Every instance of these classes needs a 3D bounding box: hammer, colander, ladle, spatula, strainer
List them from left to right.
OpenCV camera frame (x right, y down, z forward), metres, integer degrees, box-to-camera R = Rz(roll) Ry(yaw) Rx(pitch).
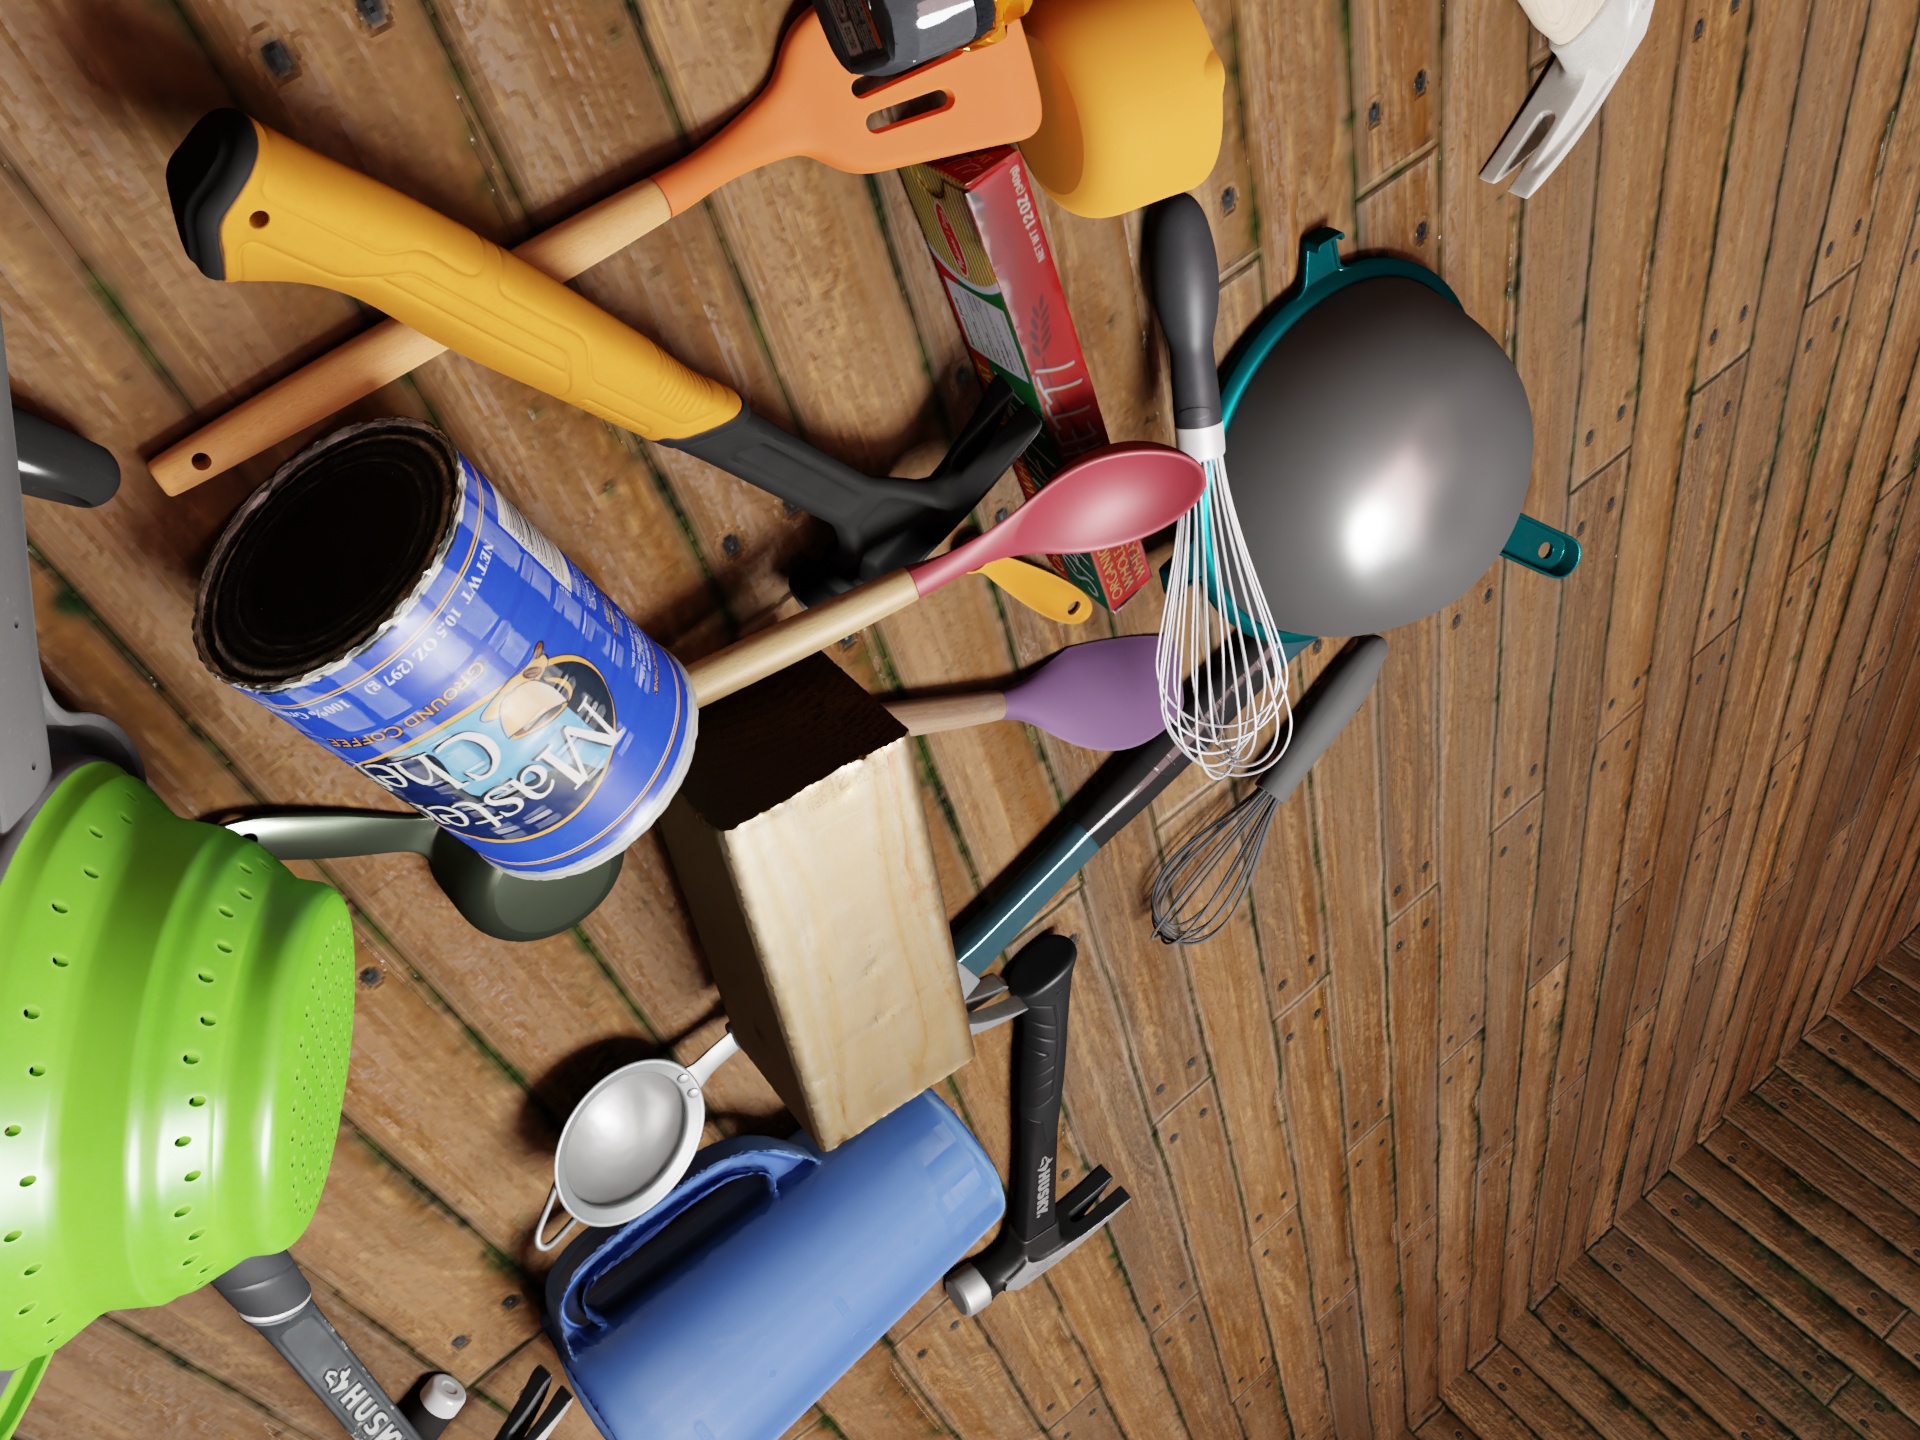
[{"bbox_3d":[-0.226,0.029,0.441,0.094,0.205,0.396,5,117,-11],"label":"colander"},{"bbox_3d":[-0.287,0.262,0.698,0.149,0.036,0.408,-41,138,-31],"label":"hammer"},{"bbox_3d":[-0.117,-0.161,0.527,0.322,0.041,0.081,-35,124,-14],"label":"spatula"},{"bbox_3d":[-0.100,-0.117,0.539,0.127,0.034,0.336,-44,150,17],"label":"hammer"},{"bbox_3d":[-0.117,0.163,0.802,0.258,0.050,0.086,-38,130,-22],"label":"strainer"},{"bbox_3d":[-0.043,-0.044,0.649,0.315,0.031,0.069,-26,154,-10],"label":"ladle"},{"bbox_3d":[-0.001,-0.002,0.782,0.315,0.018,0.060,-8,93,-37],"label":"spatula"},{"bbox_3d":[0.056,0.264,1.056,0.146,0.035,0.334,-25,136,-27],"label":"hammer"},{"bbox_3d":[0.080,0.054,0.904,0.331,0.033,0.128,-45,141,-5],"label":"hammer"},{"bbox_3d":[0.193,-0.363,0.660,0.410,0.038,0.146,14,113,-48],"label":"hammer"},{"bbox_3d":[0.273,-0.113,0.861,0.340,0.095,0.211,12,106,-40],"label":"strainer"}]

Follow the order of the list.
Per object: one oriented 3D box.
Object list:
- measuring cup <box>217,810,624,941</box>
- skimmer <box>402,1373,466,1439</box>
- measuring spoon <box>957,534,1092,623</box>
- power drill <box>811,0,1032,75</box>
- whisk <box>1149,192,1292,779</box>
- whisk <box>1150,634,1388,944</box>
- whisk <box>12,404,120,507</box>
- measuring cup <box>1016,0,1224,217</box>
[{"bbox_3d":[-0.206,0.054,0.624,0.167,0.038,0.083,4,118,-48],"label":"measuring cup"},{"bbox_3d":[-0.361,0.502,0.806,0.127,0.090,0.363,36,92,-36],"label":"skimmer"},{"bbox_3d":[0.032,-0.068,0.776,0.021,0.011,0.116,-53,145,11],"label":"measuring spoon"},{"bbox_3d":[0.045,-0.311,0.484,0.226,0.084,0.164,-28,114,-11],"label":"power drill"},{"bbox_3d":[0.116,-0.101,0.747,0.070,0.070,0.284,-23,117,-29],"label":"whisk"},{"bbox_3d":[0.193,0.044,0.996,0.239,0.055,0.055,-54,142,0],"label":"whisk"},{"bbox_3d":[-0.335,-0.100,0.360,0.073,0.073,0.295,-56,146,10],"label":"whisk"},{"bbox_3d":[0.039,-0.267,0.571,0.052,0.095,0.173,-27,118,-13],"label":"measuring cup"}]
